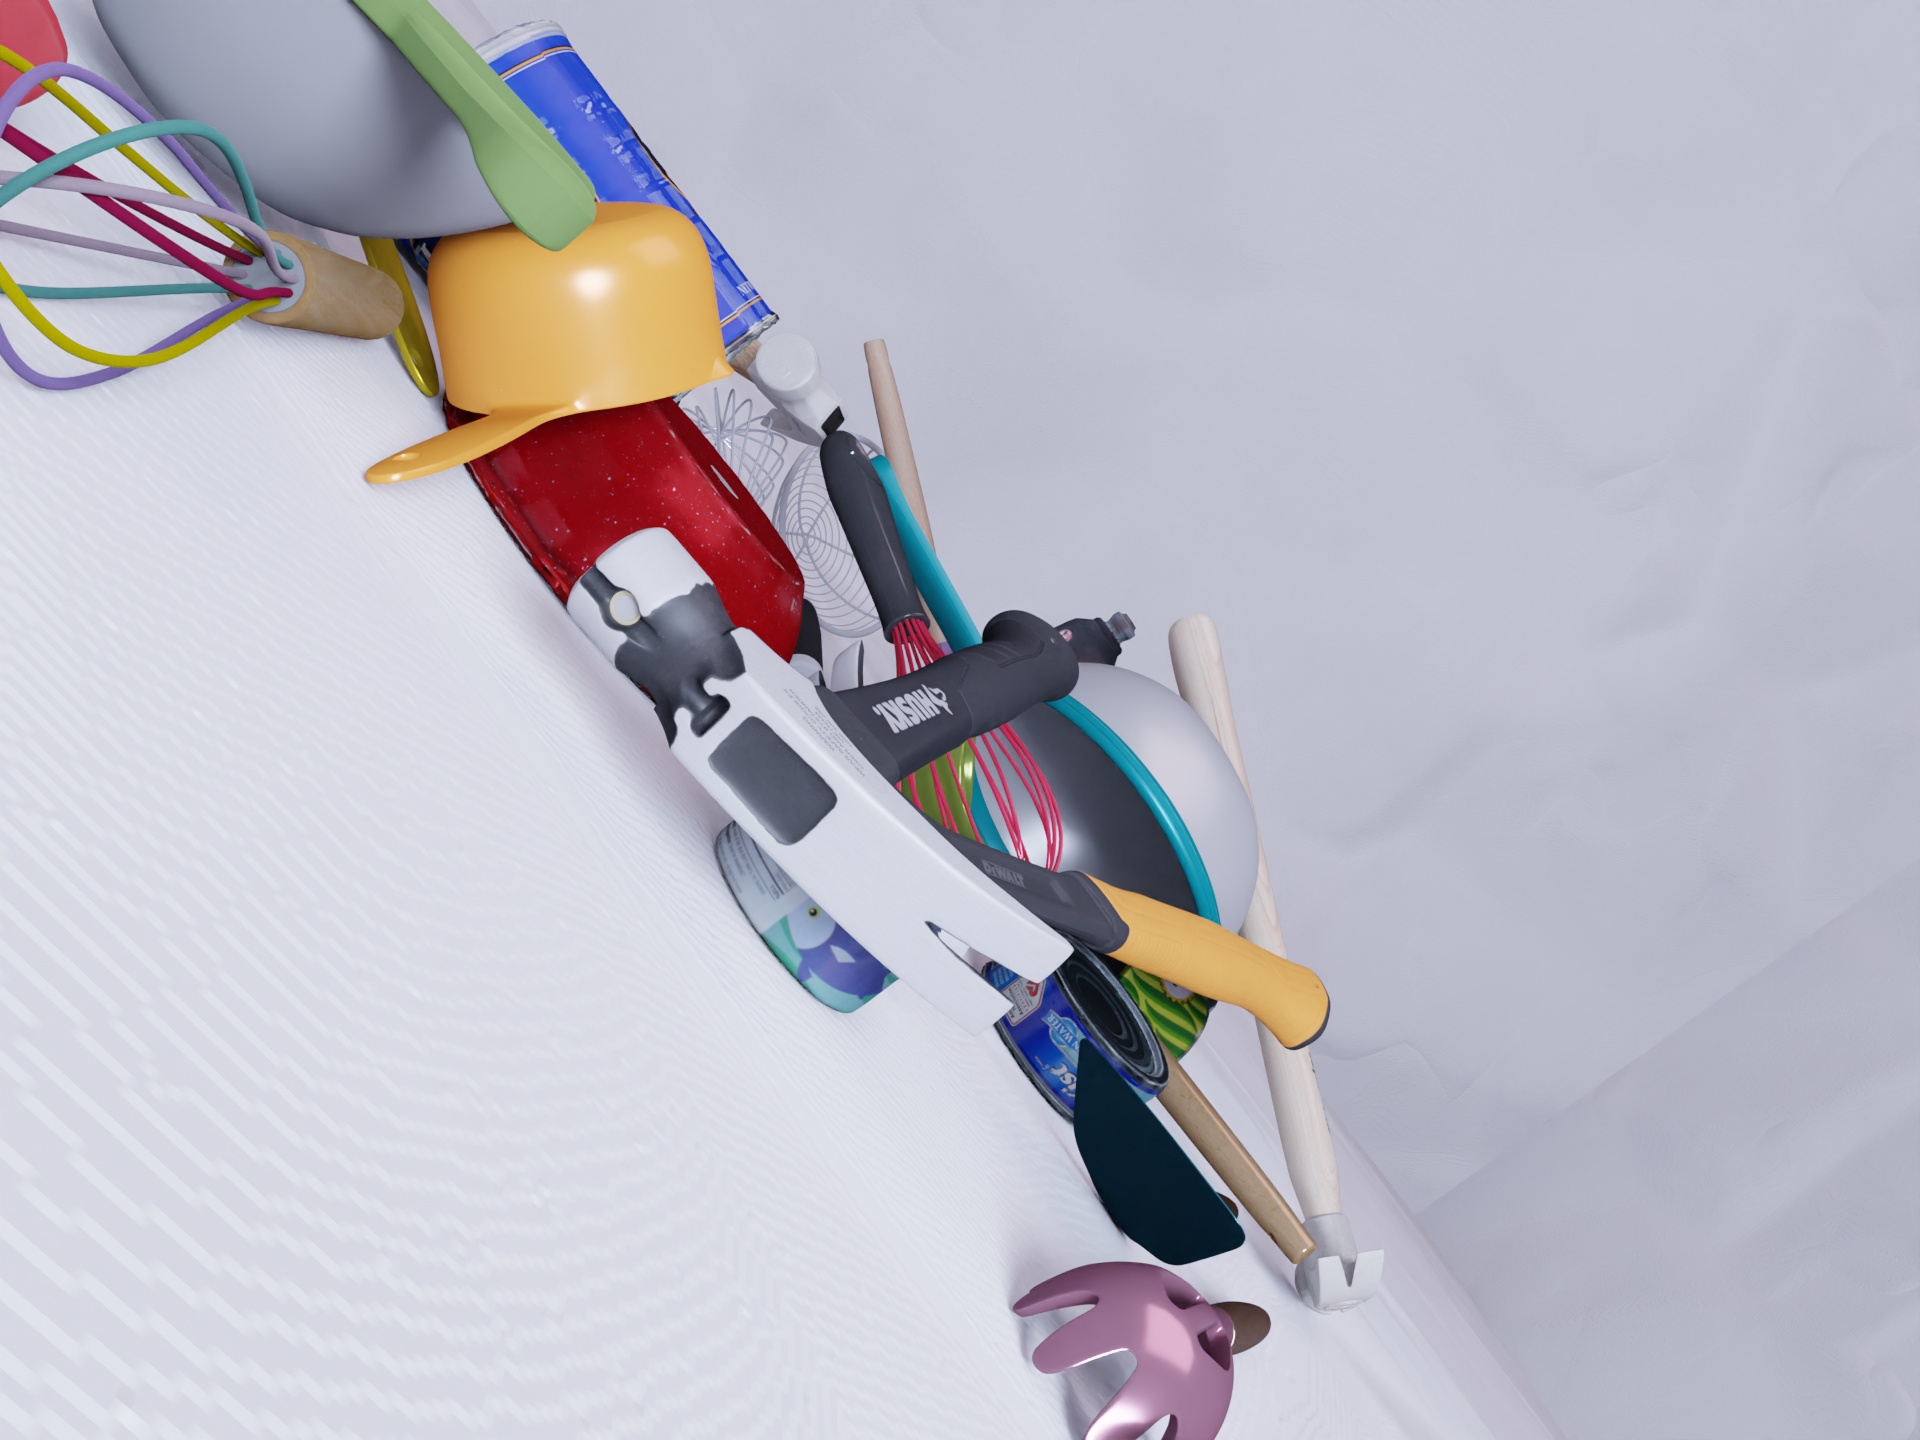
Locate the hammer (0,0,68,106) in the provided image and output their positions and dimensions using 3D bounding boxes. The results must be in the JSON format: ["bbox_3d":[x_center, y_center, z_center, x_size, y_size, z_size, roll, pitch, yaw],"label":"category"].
[{"bbox_3d":[-0.272,-0.255,0.384,0.143,0.038,0.387,46,8,-50],"label":"hammer"}]

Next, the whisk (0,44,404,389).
[{"bbox_3d":[-0.159,-0.104,0.351,0.047,0.051,0.245,46,3,-12],"label":"whisk"}]

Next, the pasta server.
[{"bbox_3d":[0.078,0.204,0.521,0.060,0.040,0.316,55,1,24],"label":"pasta server"}]

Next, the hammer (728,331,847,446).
[{"bbox_3d":[-0.190,-0.259,0.869,0.331,0.031,0.130,40,-4,11],"label":"hammer"}]

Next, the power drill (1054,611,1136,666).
[{"bbox_3d":[0.084,0.028,1.074,0.084,0.164,0.227,51,6,-49],"label":"power drill"}]

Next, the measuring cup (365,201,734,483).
[{"bbox_3d":[-0.127,-0.113,0.454,0.174,0.095,0.052,-66,155,-64],"label":"measuring cup"}]

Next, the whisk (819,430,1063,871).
[{"bbox_3d":[-0.019,-0.028,0.753,0.073,0.073,0.296,46,20,-58],"label":"whisk"}]

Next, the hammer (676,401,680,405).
[{"bbox_3d":[-0.247,-0.265,0.760,0.149,0.036,0.408,57,5,31],"label":"hammer"}]

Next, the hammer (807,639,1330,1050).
[{"bbox_3d":[0.062,0.078,0.655,0.336,0.034,0.127,28,33,-46],"label":"hammer"}]

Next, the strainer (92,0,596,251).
[{"bbox_3d":[-0.150,-0.146,0.385,0.151,0.069,0.257,43,5,-44],"label":"strainer"}]

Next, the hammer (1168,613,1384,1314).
[{"bbox_3d":[0.172,0.119,0.910,0.146,0.038,0.411,72,9,-64],"label":"hammer"}]

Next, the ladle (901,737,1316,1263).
[{"bbox_3d":[0.064,0.107,0.736,0.320,0.062,0.078,50,-21,31],"label":"ladle"}]

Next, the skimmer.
[{"bbox_3d":[-0.058,-0.076,0.860,0.363,0.090,0.127,-108,-175,-72],"label":"skimmer"}]

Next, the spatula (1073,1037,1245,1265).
[{"bbox_3d":[0.095,0.192,0.652,0.082,0.044,0.317,49,1,25],"label":"spatula"}]

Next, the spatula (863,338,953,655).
[{"bbox_3d":[-0.017,-0.072,0.963,0.060,0.018,0.316,-97,174,-82],"label":"spatula"}]

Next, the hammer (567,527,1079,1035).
[{"bbox_3d":[-0.001,-0.002,0.529,0.146,0.035,0.335,48,15,4],"label":"hammer"}]

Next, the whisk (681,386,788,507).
[{"bbox_3d":[-0.111,-0.100,0.755,0.070,0.070,0.285,51,9,-26],"label":"whisk"}]

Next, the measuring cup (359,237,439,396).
[{"bbox_3d":[-0.208,-0.167,0.520,0.157,0.029,0.062,66,7,13],"label":"measuring cup"}]

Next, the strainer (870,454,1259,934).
[{"bbox_3d":[0.061,-0.008,0.873,0.340,0.095,0.211,60,-25,-2],"label":"strainer"}]
